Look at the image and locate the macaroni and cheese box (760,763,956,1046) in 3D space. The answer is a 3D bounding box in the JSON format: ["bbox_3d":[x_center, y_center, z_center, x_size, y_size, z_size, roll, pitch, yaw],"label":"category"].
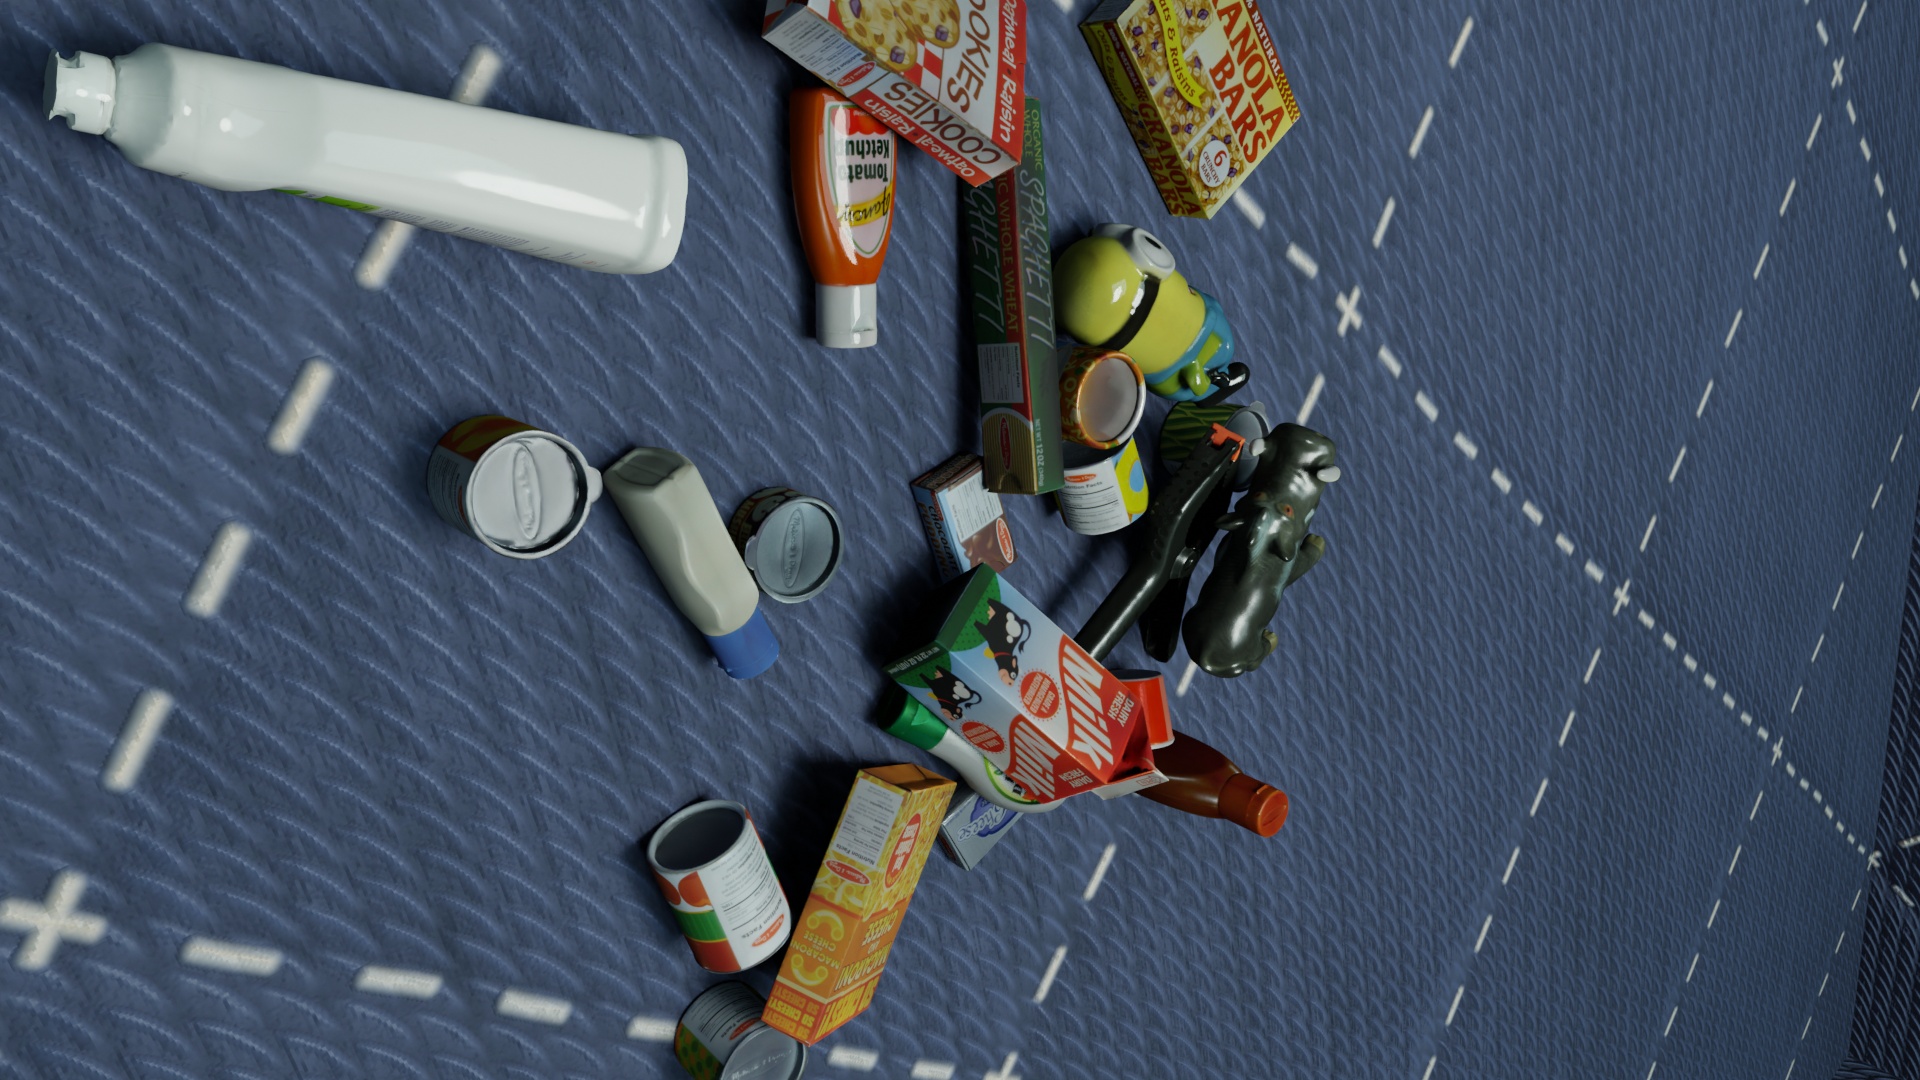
[{"bbox_3d":[-0.063,0.231,0.906,0.166,0.040,0.123,-68,165,-2],"label":"macaroni and cheese box"}]

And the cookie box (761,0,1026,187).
[{"bbox_3d":[-0.030,-0.296,0.788,0.167,0.040,0.123,24,59,-42],"label":"cookie box"}]

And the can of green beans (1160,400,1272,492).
[{"bbox_3d":[0.196,-0.074,1.066,0.071,0.058,0.071,-13,111,-37],"label":"can of green beans"}]

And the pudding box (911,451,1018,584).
[{"bbox_3d":[0.003,-0.012,0.937,0.050,0.030,0.083,-36,123,-30],"label":"pudding box"}]

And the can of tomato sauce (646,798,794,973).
[{"bbox_3d":[-0.148,0.210,0.848,0.071,0.071,0.082,-34,122,-29],"label":"can of tomato sauce"}]

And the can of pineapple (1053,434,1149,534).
[{"bbox_3d":[0.097,-0.047,0.984,0.071,0.071,0.057,-38,125,-27],"label":"can of pineapple"}]

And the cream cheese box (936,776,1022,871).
[{"bbox_3d":[0.024,0.185,1.015,0.104,0.024,0.053,-43,127,-23],"label":"cream cheese box"}]

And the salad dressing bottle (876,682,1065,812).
[{"bbox_3d":[0.011,0.142,0.959,0.147,0.044,0.064,29,74,-27],"label":"salad dressing bottle"}]

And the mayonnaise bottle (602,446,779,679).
[{"bbox_3d":[-0.148,0.016,0.795,0.041,0.065,0.147,-44,131,-27],"label":"mayonnaise bottle"}]

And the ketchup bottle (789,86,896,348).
[{"bbox_3d":[-0.068,-0.189,0.816,0.065,0.043,0.148,-14,112,-40],"label":"ketchup bottle"}]

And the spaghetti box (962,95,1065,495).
[{"bbox_3d":[0.033,-0.154,0.887,0.029,0.050,0.249,-12,102,-40],"label":"spaghetti box"}]

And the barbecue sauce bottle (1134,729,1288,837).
[{"bbox_3d":[0.181,0.183,1.066,0.065,0.148,0.043,-26,118,-33],"label":"barbecue sauce bottle"}]

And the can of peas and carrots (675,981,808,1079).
[{"bbox_3d":[-0.140,0.328,0.891,0.071,0.059,0.070,-14,112,-37],"label":"can of peas and carrots"}]

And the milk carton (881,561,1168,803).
[{"bbox_3d":[0.050,0.109,0.923,0.190,0.072,0.074,42,53,-13],"label":"milk carton"}]

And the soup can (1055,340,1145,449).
[{"bbox_3d":[0.071,-0.101,0.933,0.071,0.084,0.071,-13,111,-37],"label":"soup can"}]

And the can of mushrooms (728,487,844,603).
[{"bbox_3d":[-0.108,0.002,0.843,0.071,0.033,0.070,-14,112,-38],"label":"can of mushrooms"}]

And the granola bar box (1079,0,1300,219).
[{"bbox_3d":[0.166,-0.331,0.979,0.124,0.039,0.165,-49,128,-18],"label":"granola bar box"}]

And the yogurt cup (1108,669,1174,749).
[{"bbox_3d":[0.128,0.129,1.061,0.072,0.072,0.054,-5,93,-40],"label":"yogurt cup"}]

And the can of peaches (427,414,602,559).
[{"bbox_3d":[-0.229,-0.029,0.713,0.071,0.058,0.071,-13,110,-38],"label":"can of peaches"}]
